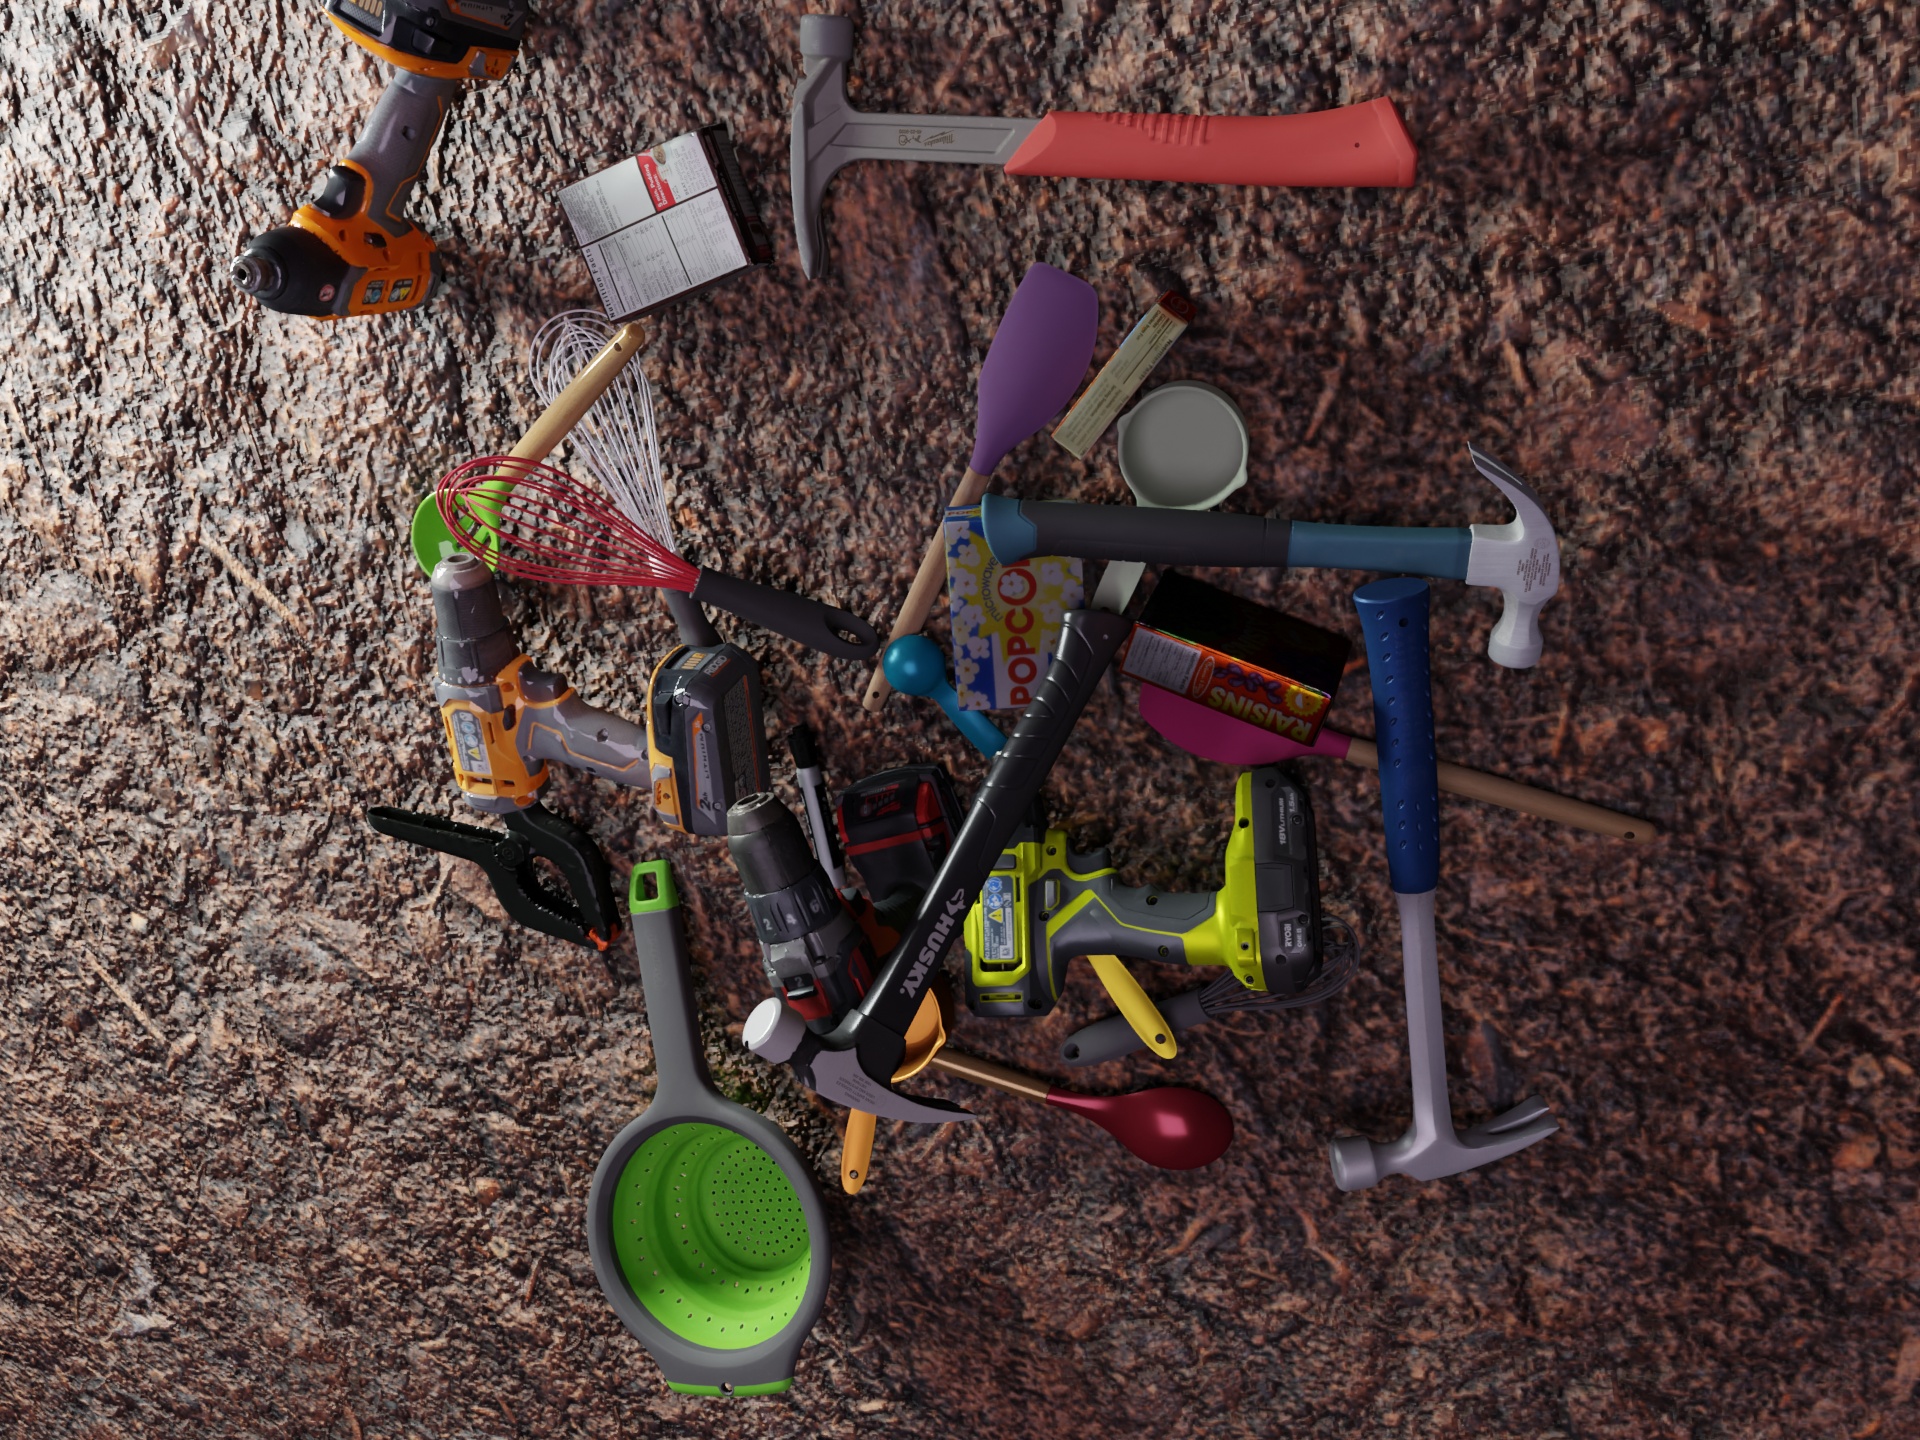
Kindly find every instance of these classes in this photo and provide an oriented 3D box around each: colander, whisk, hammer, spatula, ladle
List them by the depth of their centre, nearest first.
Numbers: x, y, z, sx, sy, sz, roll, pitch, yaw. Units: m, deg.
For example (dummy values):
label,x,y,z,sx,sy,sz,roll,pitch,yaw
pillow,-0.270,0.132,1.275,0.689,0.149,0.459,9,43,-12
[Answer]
label,x,y,z,sx,sy,sz,roll,pitch,yaw
hammer,0.074,-0.318,0.905,0.359,0.037,0.149,8,113,15
hammer,0.176,-0.102,0.924,0.331,0.033,0.128,4,122,8
hammer,0.015,0.077,0.933,0.146,0.335,0.035,37,164,-27
hammer,0.282,0.109,0.965,0.144,0.035,0.405,-10,112,1
spatula,0.004,-0.135,1.008,0.060,0.018,0.315,26,115,-2
whisk,-0.188,-0.095,1.018,0.295,0.073,0.073,19,118,-17
whisk,-0.208,-0.133,1.058,0.070,0.070,0.284,-12,111,21
whisk,0.162,0.187,1.069,0.239,0.055,0.055,-29,100,29
ladle,0.040,0.259,1.146,0.315,0.031,0.069,15,112,14
colander,-0.186,0.299,1.209,0.204,0.094,0.397,-10,89,21

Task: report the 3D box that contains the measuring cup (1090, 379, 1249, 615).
label,x,y,z,sx,sy,sz,roll,pitch,yaw
measuring cup,0.118,-0.128,0.965,0.083,0.038,0.167,26,120,3

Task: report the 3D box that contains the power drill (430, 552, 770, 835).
label,x,y,z,sx,sy,sz,roll,pitch,yaw
power drill,-0.251,-0.017,1.066,0.226,0.084,0.185,7,120,17

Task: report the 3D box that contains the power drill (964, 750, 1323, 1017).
label,x,y,z,sx,sy,sz,roll,pitch,yaw
power drill,0.110,0.098,1.006,0.223,0.080,0.171,-5,77,16

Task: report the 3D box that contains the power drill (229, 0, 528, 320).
label,x,y,z,sx,sy,sz,roll,pitch,yaw
power drill,-0.358,-0.348,0.963,0.084,0.164,0.226,31,114,5

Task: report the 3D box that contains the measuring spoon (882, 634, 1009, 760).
label,x,y,z,sx,sy,sz,roll,pitch,yaw
measuring spoon,-0.002,-0.003,1.049,0.042,0.021,0.128,-39,104,23

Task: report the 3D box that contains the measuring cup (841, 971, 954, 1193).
label,x,y,z,sx,sy,sz,roll,pitch,yaw
measuring cup,-0.056,0.249,1.135,0.095,0.052,0.173,13,98,16

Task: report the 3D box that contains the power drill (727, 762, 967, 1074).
label,x,y,z,sx,sy,sz,roll,pitch,yaw
power drill,-0.066,0.102,1.005,0.080,0.227,0.187,-16,105,22

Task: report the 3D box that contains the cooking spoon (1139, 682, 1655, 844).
label,x,y,z,sx,sy,sz,roll,pitch,yaw
cooking spoon,0.266,0.024,0.986,0.319,0.017,0.068,17,124,11

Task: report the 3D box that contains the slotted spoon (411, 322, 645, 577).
label,x,y,z,sx,sy,sz,roll,pitch,yaw
slotted spoon,-0.280,-0.169,1.030,0.070,0.031,0.314,53,136,-7

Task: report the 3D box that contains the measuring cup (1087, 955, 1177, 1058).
label,x,y,z,sx,sy,sz,roll,pitch,yaw
measuring cup,0.100,0.158,1.073,0.062,0.029,0.156,-35,88,21
